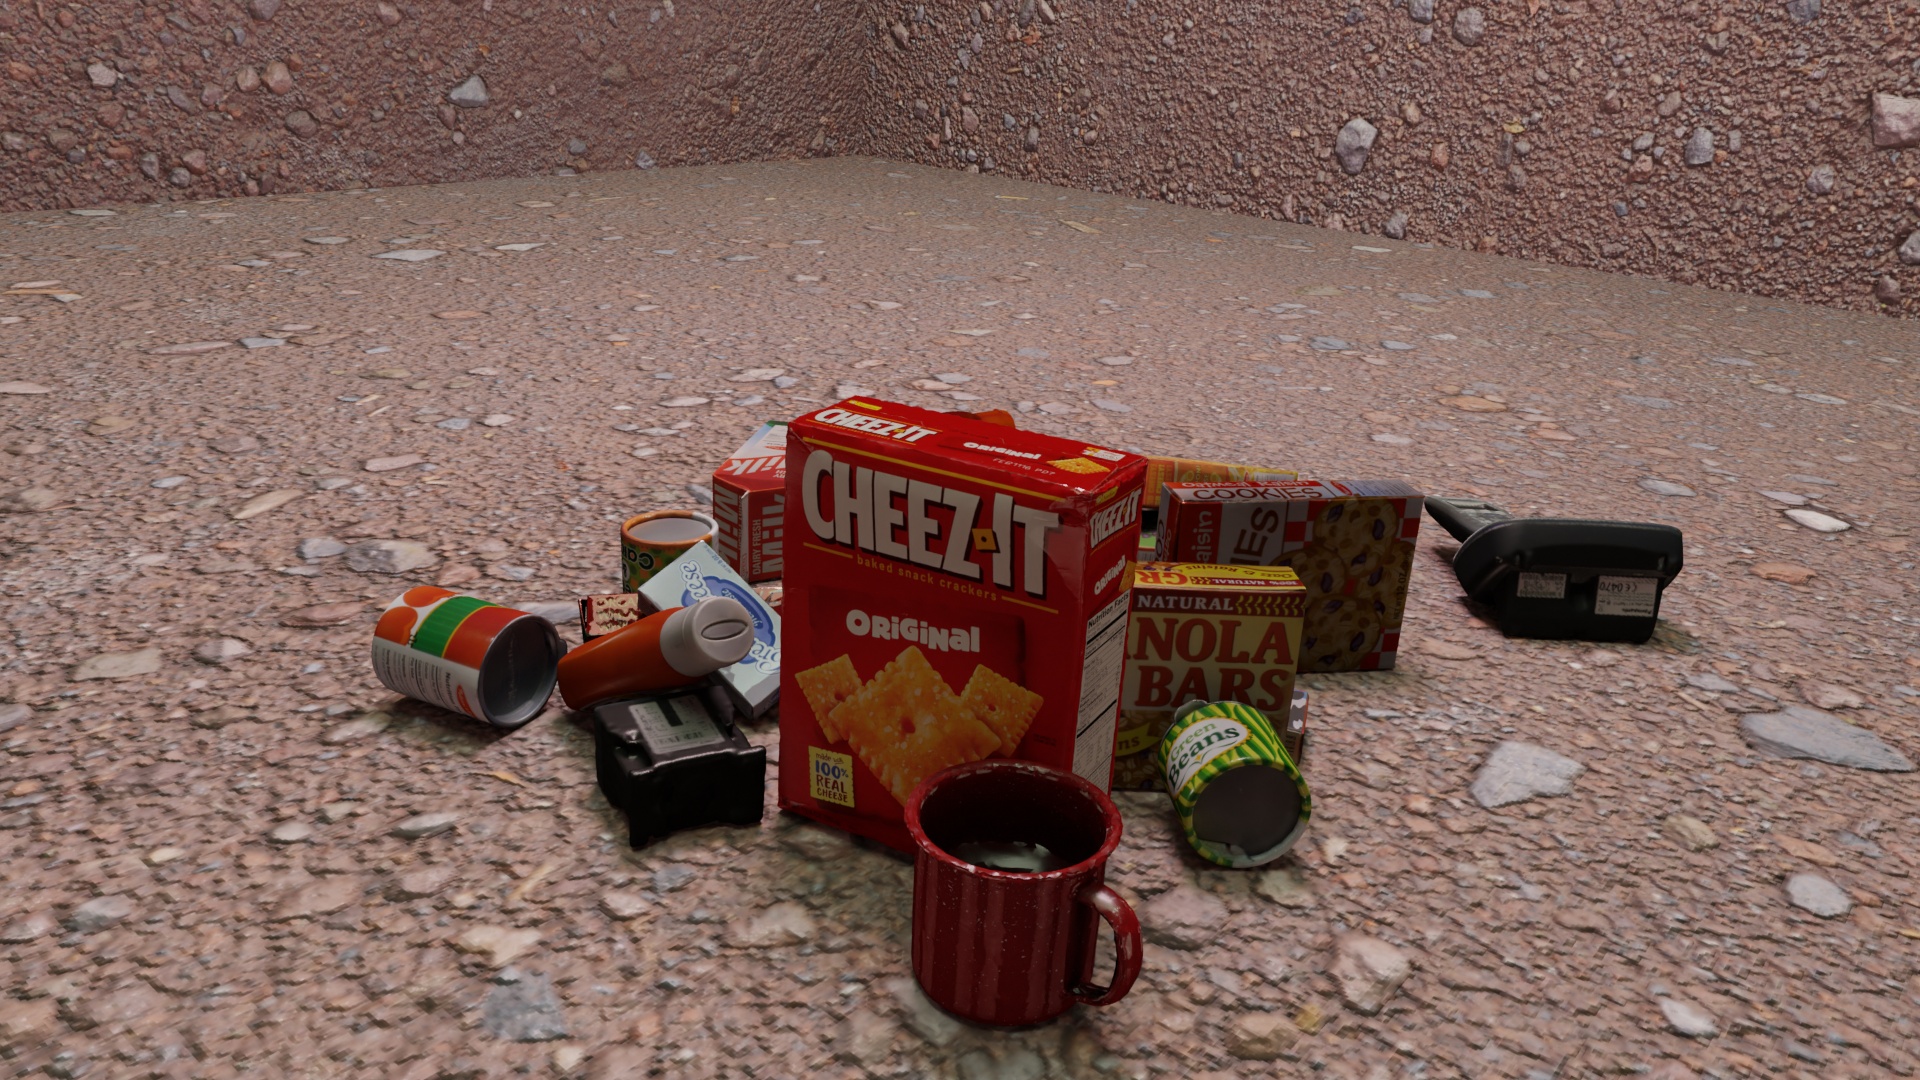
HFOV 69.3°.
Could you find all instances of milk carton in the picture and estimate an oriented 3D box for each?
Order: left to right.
[{"bbox_3d":[-0.139,-0.031,1.061,0.073,0.072,0.191,6,21,7],"label":"milk carton"}]

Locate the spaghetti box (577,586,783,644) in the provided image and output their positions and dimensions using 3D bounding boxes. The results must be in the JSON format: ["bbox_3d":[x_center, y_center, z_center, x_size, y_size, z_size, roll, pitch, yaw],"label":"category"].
[{"bbox_3d":[-0.112,0.052,0.879,0.250,0.050,0.029,-2,61,-14],"label":"spaghetti box"}]

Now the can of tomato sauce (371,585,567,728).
[{"bbox_3d":[-0.283,0.065,0.802,0.083,0.071,0.071,12,23,24],"label":"can of tomato sauce"}]

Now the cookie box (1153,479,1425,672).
[{"bbox_3d":[0.209,0.024,0.904,0.168,0.122,0.040,-1,21,-12],"label":"cookie box"}]

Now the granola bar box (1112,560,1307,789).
[{"bbox_3d":[0.097,0.074,0.760,0.166,0.123,0.039,2,20,-3],"label":"granola bar box"}]

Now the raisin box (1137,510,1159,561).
[{"bbox_3d":[0.101,0.005,1.051,0.123,0.040,0.086,5,22,0],"label":"raisin box"}]

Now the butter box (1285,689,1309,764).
[{"bbox_3d":[0.154,0.102,0.832,0.103,0.024,0.053,9,23,15],"label":"butter box"}]

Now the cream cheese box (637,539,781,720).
[{"bbox_3d":[-0.139,0.053,0.827,0.104,0.024,0.053,43,62,13],"label":"cream cheese box"}]

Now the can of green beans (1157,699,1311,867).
[{"bbox_3d":[0.140,0.125,0.715,0.071,0.071,0.058,1,22,-6],"label":"can of green beans"}]

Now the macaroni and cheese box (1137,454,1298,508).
[{"bbox_3d":[0.169,-0.046,1.120,0.167,0.040,0.124,2,6,-36],"label":"macaroni and cheese box"}]

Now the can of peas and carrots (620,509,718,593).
[{"bbox_3d":[-0.200,0.017,0.947,0.071,0.058,0.071,3,21,-1],"label":"can of peas and carrots"}]

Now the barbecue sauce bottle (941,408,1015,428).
[{"bbox_3d":[-0.017,-0.095,1.281,0.149,0.043,0.065,-12,26,-35],"label":"barbecue sauce bottle"}]

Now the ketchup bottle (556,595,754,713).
[{"bbox_3d":[-0.165,0.062,0.764,0.065,0.043,0.148,-10,-7,-40],"label":"ketchup bottle"}]
